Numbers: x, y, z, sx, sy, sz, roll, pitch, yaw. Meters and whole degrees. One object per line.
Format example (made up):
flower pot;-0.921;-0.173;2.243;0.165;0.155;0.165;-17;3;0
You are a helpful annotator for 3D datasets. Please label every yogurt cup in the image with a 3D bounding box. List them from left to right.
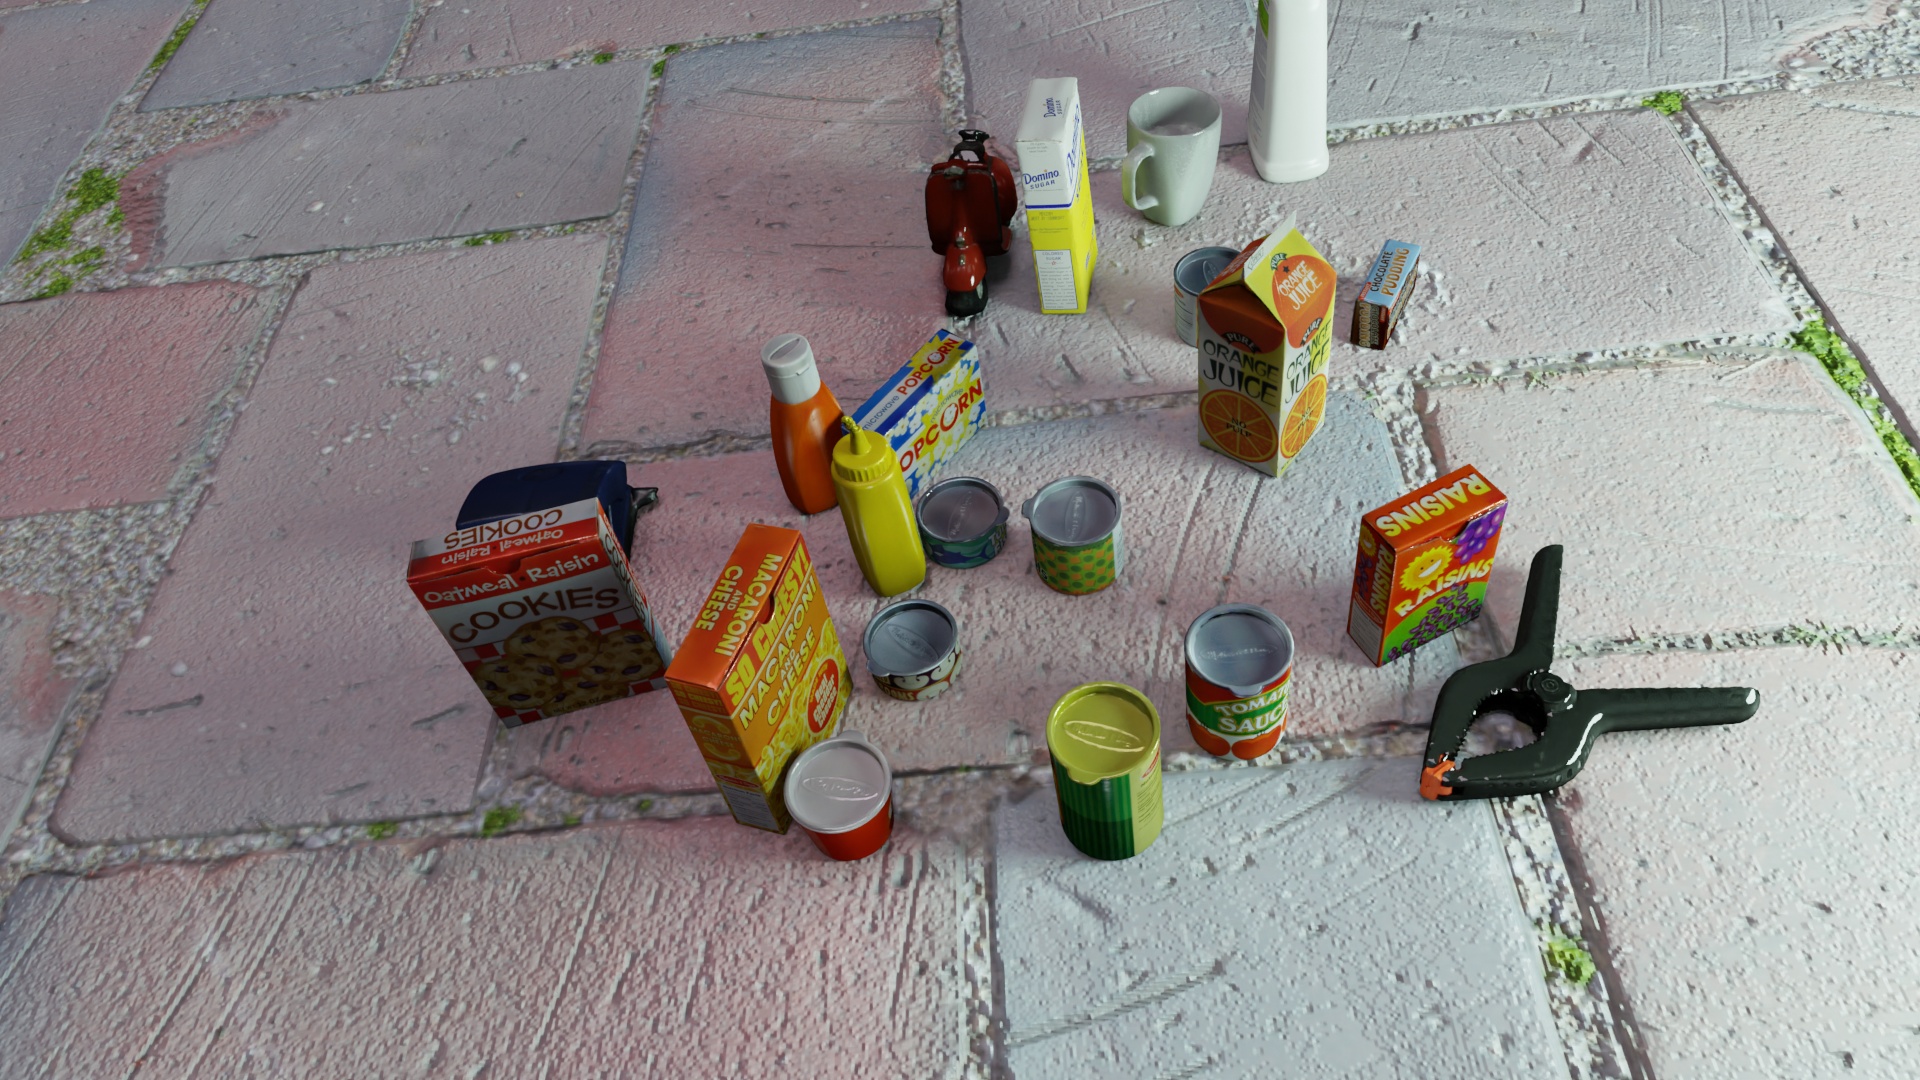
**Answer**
yogurt cup;-0.073;0.166;0.878;0.072;0.053;0.073;-5;49;6

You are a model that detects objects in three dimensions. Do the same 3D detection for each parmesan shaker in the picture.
parmesan shaker;0.087;0.143;0.839;0.071;0.102;0.072;-5;49;6

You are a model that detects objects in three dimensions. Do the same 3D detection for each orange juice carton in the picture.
orange juice carton;0.221;-0.144;1.008;0.073;0.191;0.072;28;59;29

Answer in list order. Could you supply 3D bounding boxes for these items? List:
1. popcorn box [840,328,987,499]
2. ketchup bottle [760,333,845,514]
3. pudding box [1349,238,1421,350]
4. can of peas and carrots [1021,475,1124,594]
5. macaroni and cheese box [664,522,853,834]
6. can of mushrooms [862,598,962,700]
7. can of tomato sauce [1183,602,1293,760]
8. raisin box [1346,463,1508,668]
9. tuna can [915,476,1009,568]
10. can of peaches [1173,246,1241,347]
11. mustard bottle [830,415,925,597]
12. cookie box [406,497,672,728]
popcorn box;-0.034;-0.091;1.076;0.038;0.084;0.127;26;58;28
ketchup bottle;-0.115;-0.088;1.045;0.065;0.148;0.043;-40;54;-23
pudding box;0.346;-0.201;1.132;0.030;0.049;0.084;19;55;24
can of peas and carrots;0.081;-0.003;0.997;0.071;0.058;0.071;-5;49;6
macaroni and cheese box;-0.121;0.089;0.879;0.040;0.165;0.124;10;52;18
can of mushrooms;-0.034;0.077;0.963;0.071;0.033;0.071;-5;49;5
can of tomato sauce;0.177;0.092;0.882;0.071;0.082;0.071;-5;49;6
raisin box;0.300;0.018;0.899;0.086;0.122;0.040;-24;50;-11
tuna can;0.004;-0.013;1.036;0.071;0.032;0.071;-5;49;5
can of peaches;0.212;-0.200;1.148;0.071;0.057;0.071;-5;49;6
mustard bottle;-0.061;-0.029;0.976;0.049;0.159;0.065;-22;49;-10
cookie box;-0.277;0.053;0.936;0.123;0.166;0.040;-14;49;-3
